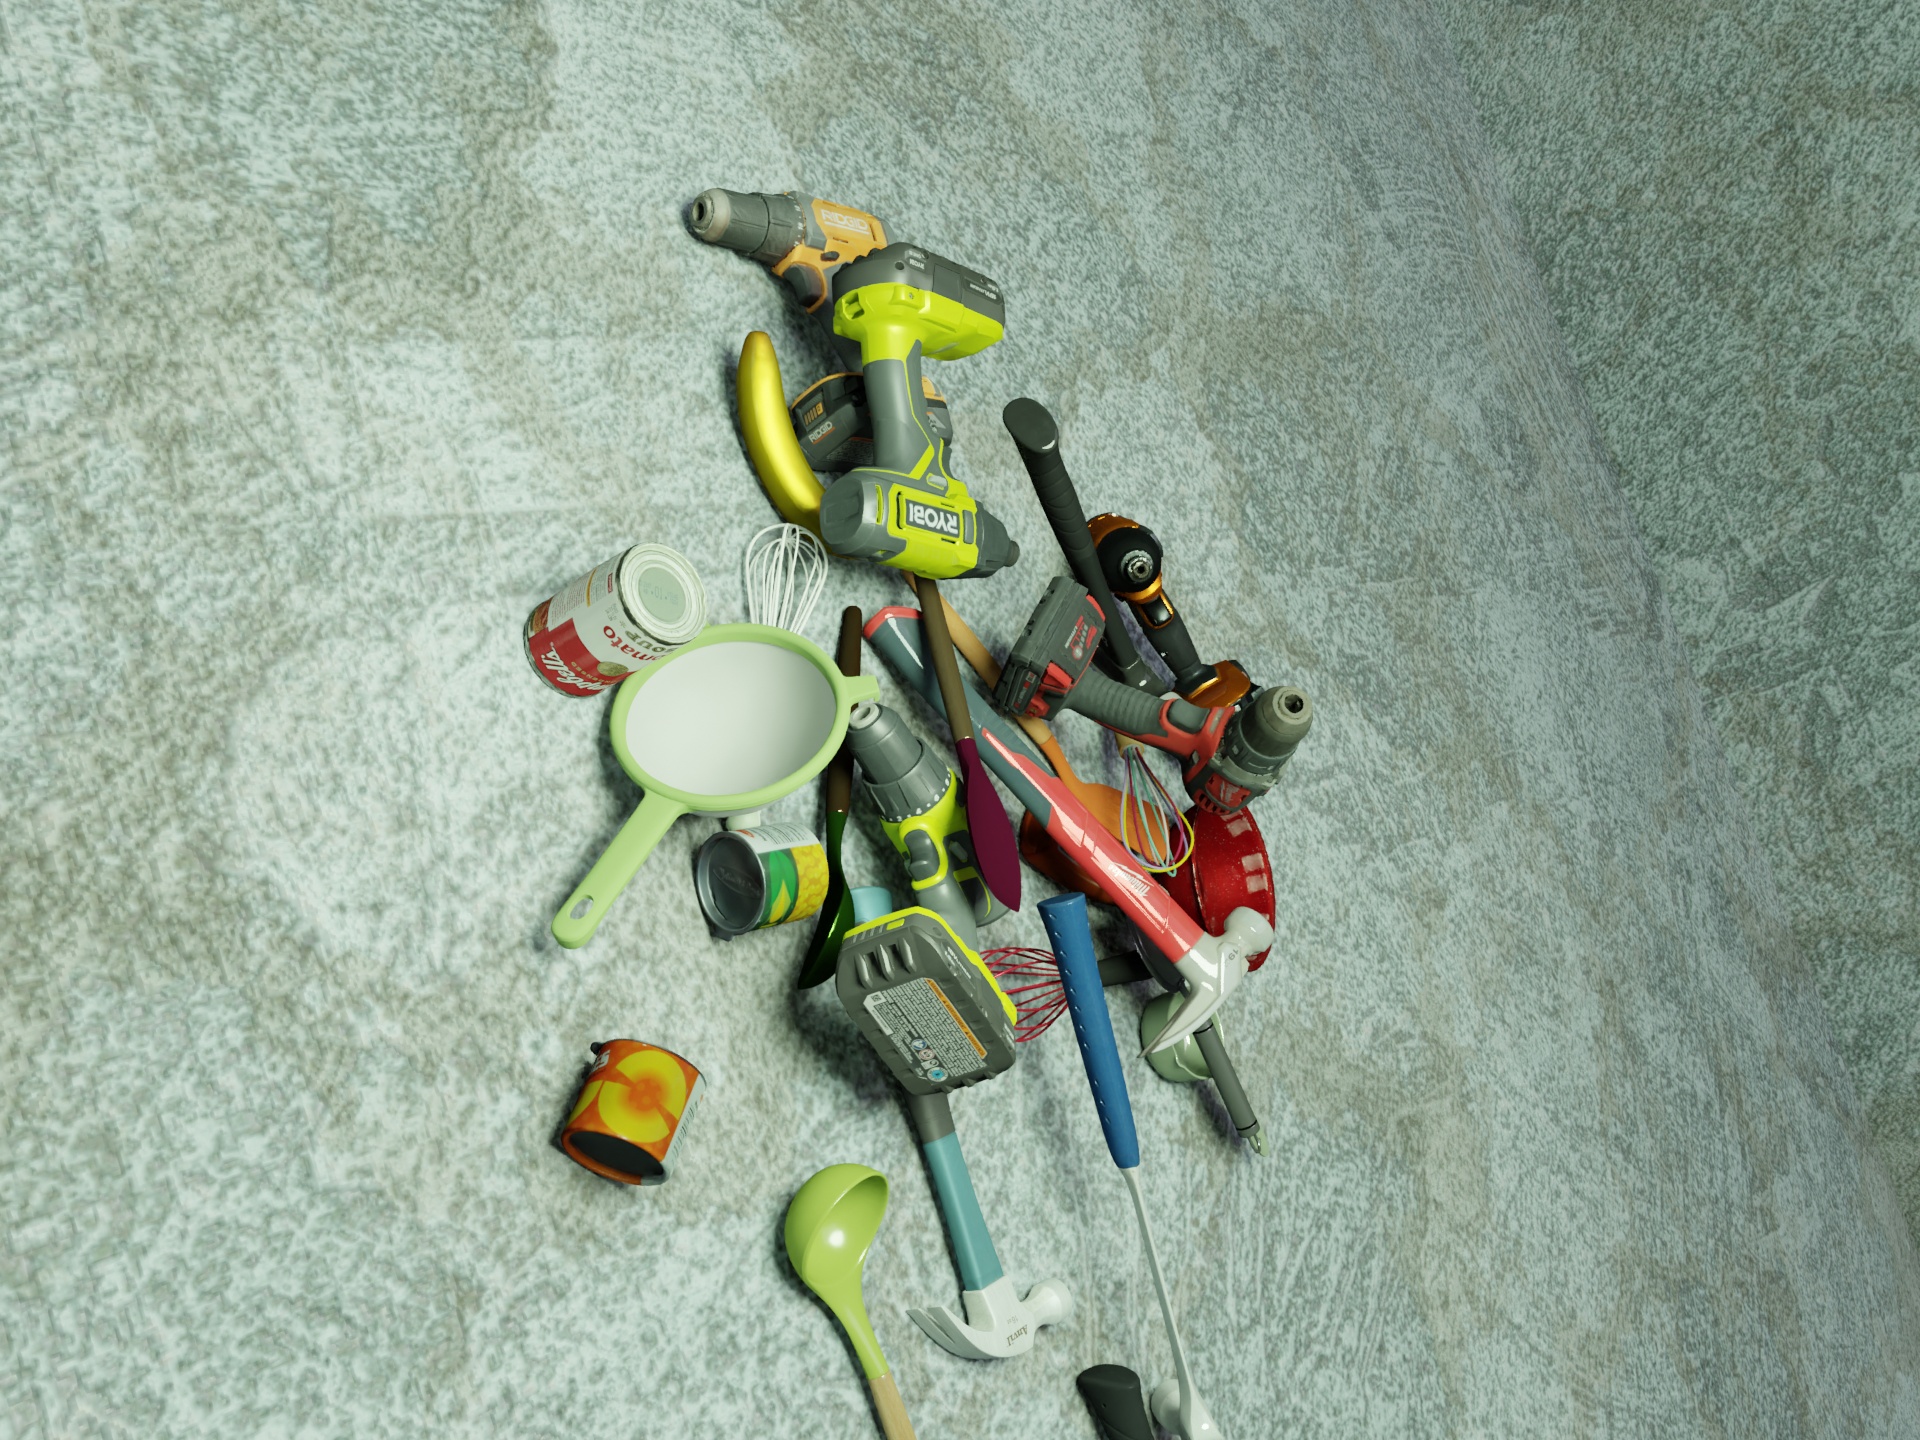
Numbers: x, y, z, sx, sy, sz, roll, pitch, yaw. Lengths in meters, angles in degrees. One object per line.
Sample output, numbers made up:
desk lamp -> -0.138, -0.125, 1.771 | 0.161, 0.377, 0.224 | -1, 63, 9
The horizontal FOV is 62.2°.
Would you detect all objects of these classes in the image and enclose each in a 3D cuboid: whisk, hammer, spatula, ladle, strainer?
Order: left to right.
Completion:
strainer -> -0.167, 0.050, 0.989 | 0.256, 0.151, 0.069 | -58, 158, -33
whisk -> -0.134, -0.033, 1.102 | 0.059, 0.057, 0.247 | 10, 63, -7
ladle -> -0.033, 0.427, 0.979 | 0.078, 0.062, 0.320 | -20, 90, -50
hammer -> -0.018, 0.271, 1.088 | 0.128, 0.033, 0.331 | -10, 80, -51
spatula -> 0.062, -0.007, 1.305 | 0.322, 0.041, 0.081 | 50, 26, -17
hammer -> 0.058, 0.071, 1.190 | 0.386, 0.038, 0.143 | 46, 65, 2
whisk -> 0.086, 0.200, 1.220 | 0.295, 0.073, 0.073 | 1, 71, -53
hammer -> 0.095, -0.126, 1.252 | 0.146, 0.035, 0.334 | 47, -9, 40
hammer -> 0.123, 0.321, 1.111 | 0.035, 0.144, 0.405 | -15, 90, -11
whisk -> 0.151, 0.040, 1.326 | 0.051, 0.047, 0.245 | 36, 27, -31
strainer -> 0.191, 0.234, 1.274 | 0.258, 0.050, 0.087 | 65, 22, -8
hammer -> 0.184, 0.638, 1.087 | 0.036, 0.149, 0.409 | -12, 72, -50

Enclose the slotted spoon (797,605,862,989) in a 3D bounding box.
slotted spoon -> -0.084, 0.044, 1.113 | 0.031, 0.070, 0.314 | 14, 53, -17

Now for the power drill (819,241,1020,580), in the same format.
power drill -> -0.024, -0.216, 1.160 | 0.171, 0.080, 0.223 | 8, 76, -44

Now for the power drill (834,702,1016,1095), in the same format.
power drill -> -0.025, 0.112, 1.057 | 0.190, 0.080, 0.229 | 58, 19, -31

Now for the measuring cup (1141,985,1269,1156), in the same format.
measuring cup -> 0.203, 0.298, 1.320 | 0.167, 0.038, 0.083 | 59, 40, -13

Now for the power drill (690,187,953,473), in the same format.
power drill -> -0.109, -0.309, 1.234 | 0.185, 0.084, 0.226 | -2, 70, -46

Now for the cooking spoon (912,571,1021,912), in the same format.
cooking spoon -> -0.002, -0.004, 1.138 | 0.068, 0.017, 0.319 | 40, 29, -49

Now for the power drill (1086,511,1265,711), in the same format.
power drill -> 0.185, -0.075, 1.397 | 0.226, 0.084, 0.164 | 56, 4, -13

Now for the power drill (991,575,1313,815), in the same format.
power drill -> 0.149, -0.018, 1.201 | 0.226, 0.187, 0.080 | 29, 68, 2
